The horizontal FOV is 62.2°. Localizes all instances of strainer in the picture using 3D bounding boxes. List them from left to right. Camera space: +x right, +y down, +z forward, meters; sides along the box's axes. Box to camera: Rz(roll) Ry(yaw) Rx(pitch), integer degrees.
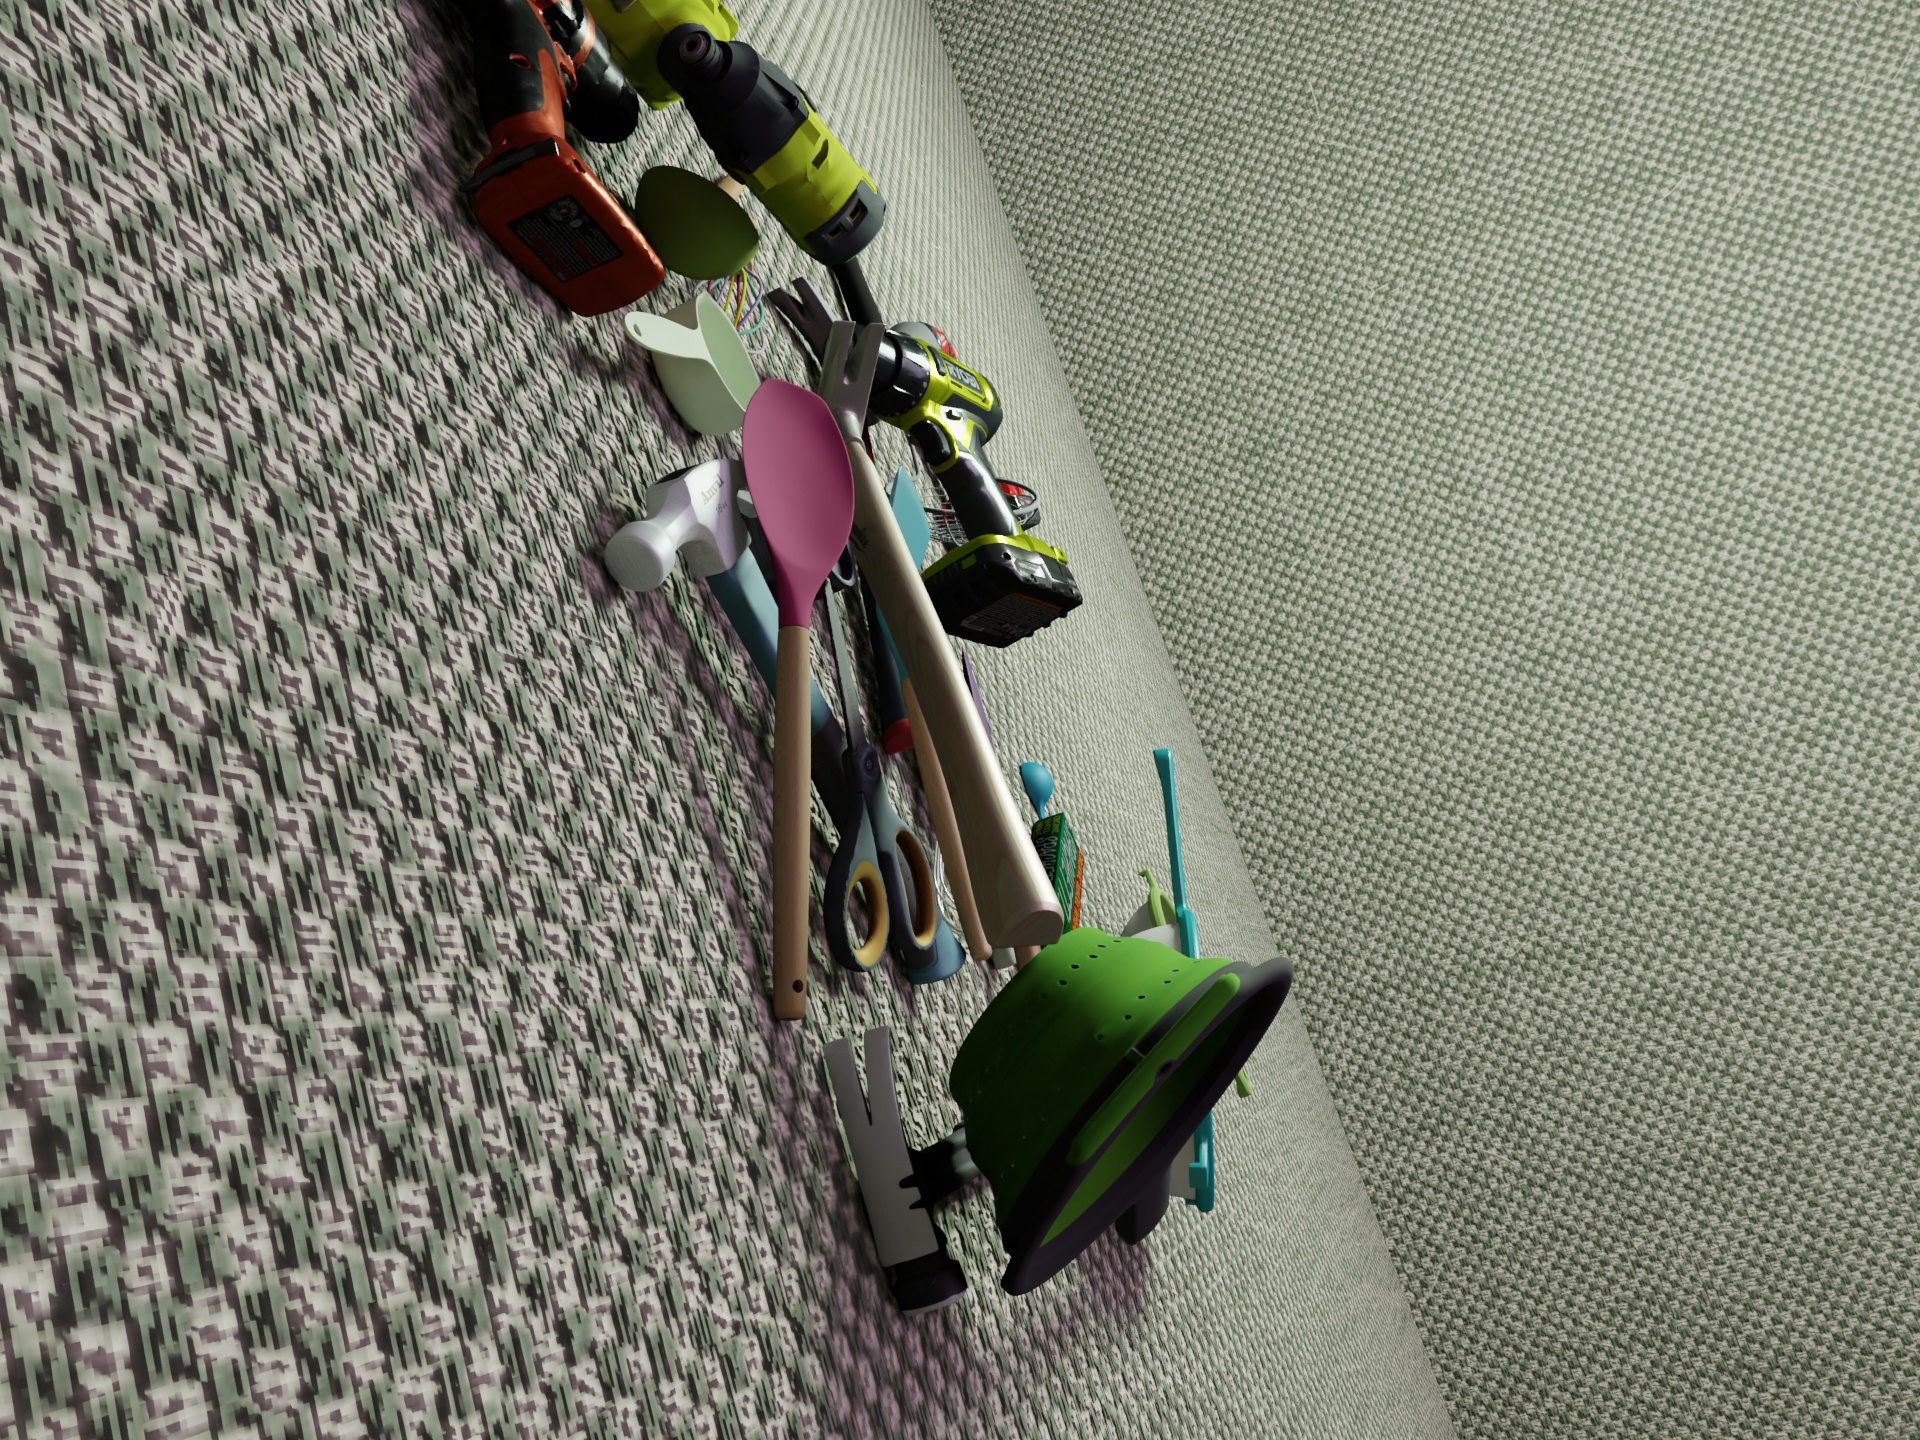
[{"bbox_3d":[0.126,0.184,1.165,0.210,0.095,0.341,71,16,-68],"label":"strainer"},{"bbox_3d":[0.201,0.272,1.475,0.152,0.069,0.256,-96,160,-57],"label":"strainer"}]

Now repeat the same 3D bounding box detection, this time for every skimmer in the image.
[{"bbox_3d":[-0.042,-0.295,1.347,0.090,0.127,0.364,-55,-130,54],"label":"skimmer"}]

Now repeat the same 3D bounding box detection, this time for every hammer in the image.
[{"bbox_3d":[-0.072,0.013,0.828,0.330,0.033,0.128,65,31,-29],"label":"hammer"},{"bbox_3d":[-0.071,-0.145,1.113,0.143,0.038,0.387,50,22,-50],"label":"hammer"},{"bbox_3d":[-0.021,-0.052,0.858,0.411,0.038,0.146,-112,-151,-42],"label":"hammer"},{"bbox_3d":[0.013,0.222,0.874,0.336,0.034,0.127,22,49,-72],"label":"hammer"}]

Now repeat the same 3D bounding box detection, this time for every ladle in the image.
[{"bbox_3d":[-0.158,-0.347,1.050,0.078,0.062,0.320,30,22,-15],"label":"ladle"}]

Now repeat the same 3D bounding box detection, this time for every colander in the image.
[{"bbox_3d":[0.069,0.206,0.843,0.095,0.204,0.396,39,-17,22],"label":"colander"}]

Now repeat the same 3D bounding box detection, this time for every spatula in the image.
[{"bbox_3d":[-0.014,-0.005,0.972,0.082,0.044,0.318,63,11,-63],"label":"spatula"},{"bbox_3d":[0.034,0.104,1.066,0.059,0.018,0.316,75,3,-81],"label":"spatula"}]

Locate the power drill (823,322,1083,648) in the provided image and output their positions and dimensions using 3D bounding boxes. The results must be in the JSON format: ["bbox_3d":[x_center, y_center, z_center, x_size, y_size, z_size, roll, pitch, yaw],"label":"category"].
[{"bbox_3d":[-0.010,-0.176,1.148,0.190,0.080,0.229,10,54,-60],"label":"power drill"}]

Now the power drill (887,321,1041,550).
[{"bbox_3d":[-0.010,-0.268,1.484,0.219,0.078,0.143,65,13,-1],"label":"power drill"}]

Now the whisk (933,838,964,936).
[{"bbox_3d":[-0.006,0.038,1.048,0.059,0.058,0.247,51,19,-51],"label":"whisk"}]

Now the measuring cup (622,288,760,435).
[{"bbox_3d":[-0.156,-0.194,0.855,0.083,0.038,0.167,68,15,0],"label":"measuring cup"}]

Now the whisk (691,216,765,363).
[{"bbox_3d":[-0.149,-0.286,1.036,0.245,0.051,0.047,-99,-177,-57],"label":"whisk"}]

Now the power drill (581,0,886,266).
[{"bbox_3d":[-0.148,-0.373,0.905,0.223,0.080,0.171,50,8,27],"label":"power drill"}]

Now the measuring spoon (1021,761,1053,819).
[{"bbox_3d":[0.085,0.094,1.392,0.129,0.021,0.042,70,13,12],"label":"measuring spoon"}]

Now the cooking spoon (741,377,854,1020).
[{"bbox_3d":[-0.080,-0.018,0.755,0.068,0.017,0.319,15,65,-40],"label":"cooking spoon"}]
